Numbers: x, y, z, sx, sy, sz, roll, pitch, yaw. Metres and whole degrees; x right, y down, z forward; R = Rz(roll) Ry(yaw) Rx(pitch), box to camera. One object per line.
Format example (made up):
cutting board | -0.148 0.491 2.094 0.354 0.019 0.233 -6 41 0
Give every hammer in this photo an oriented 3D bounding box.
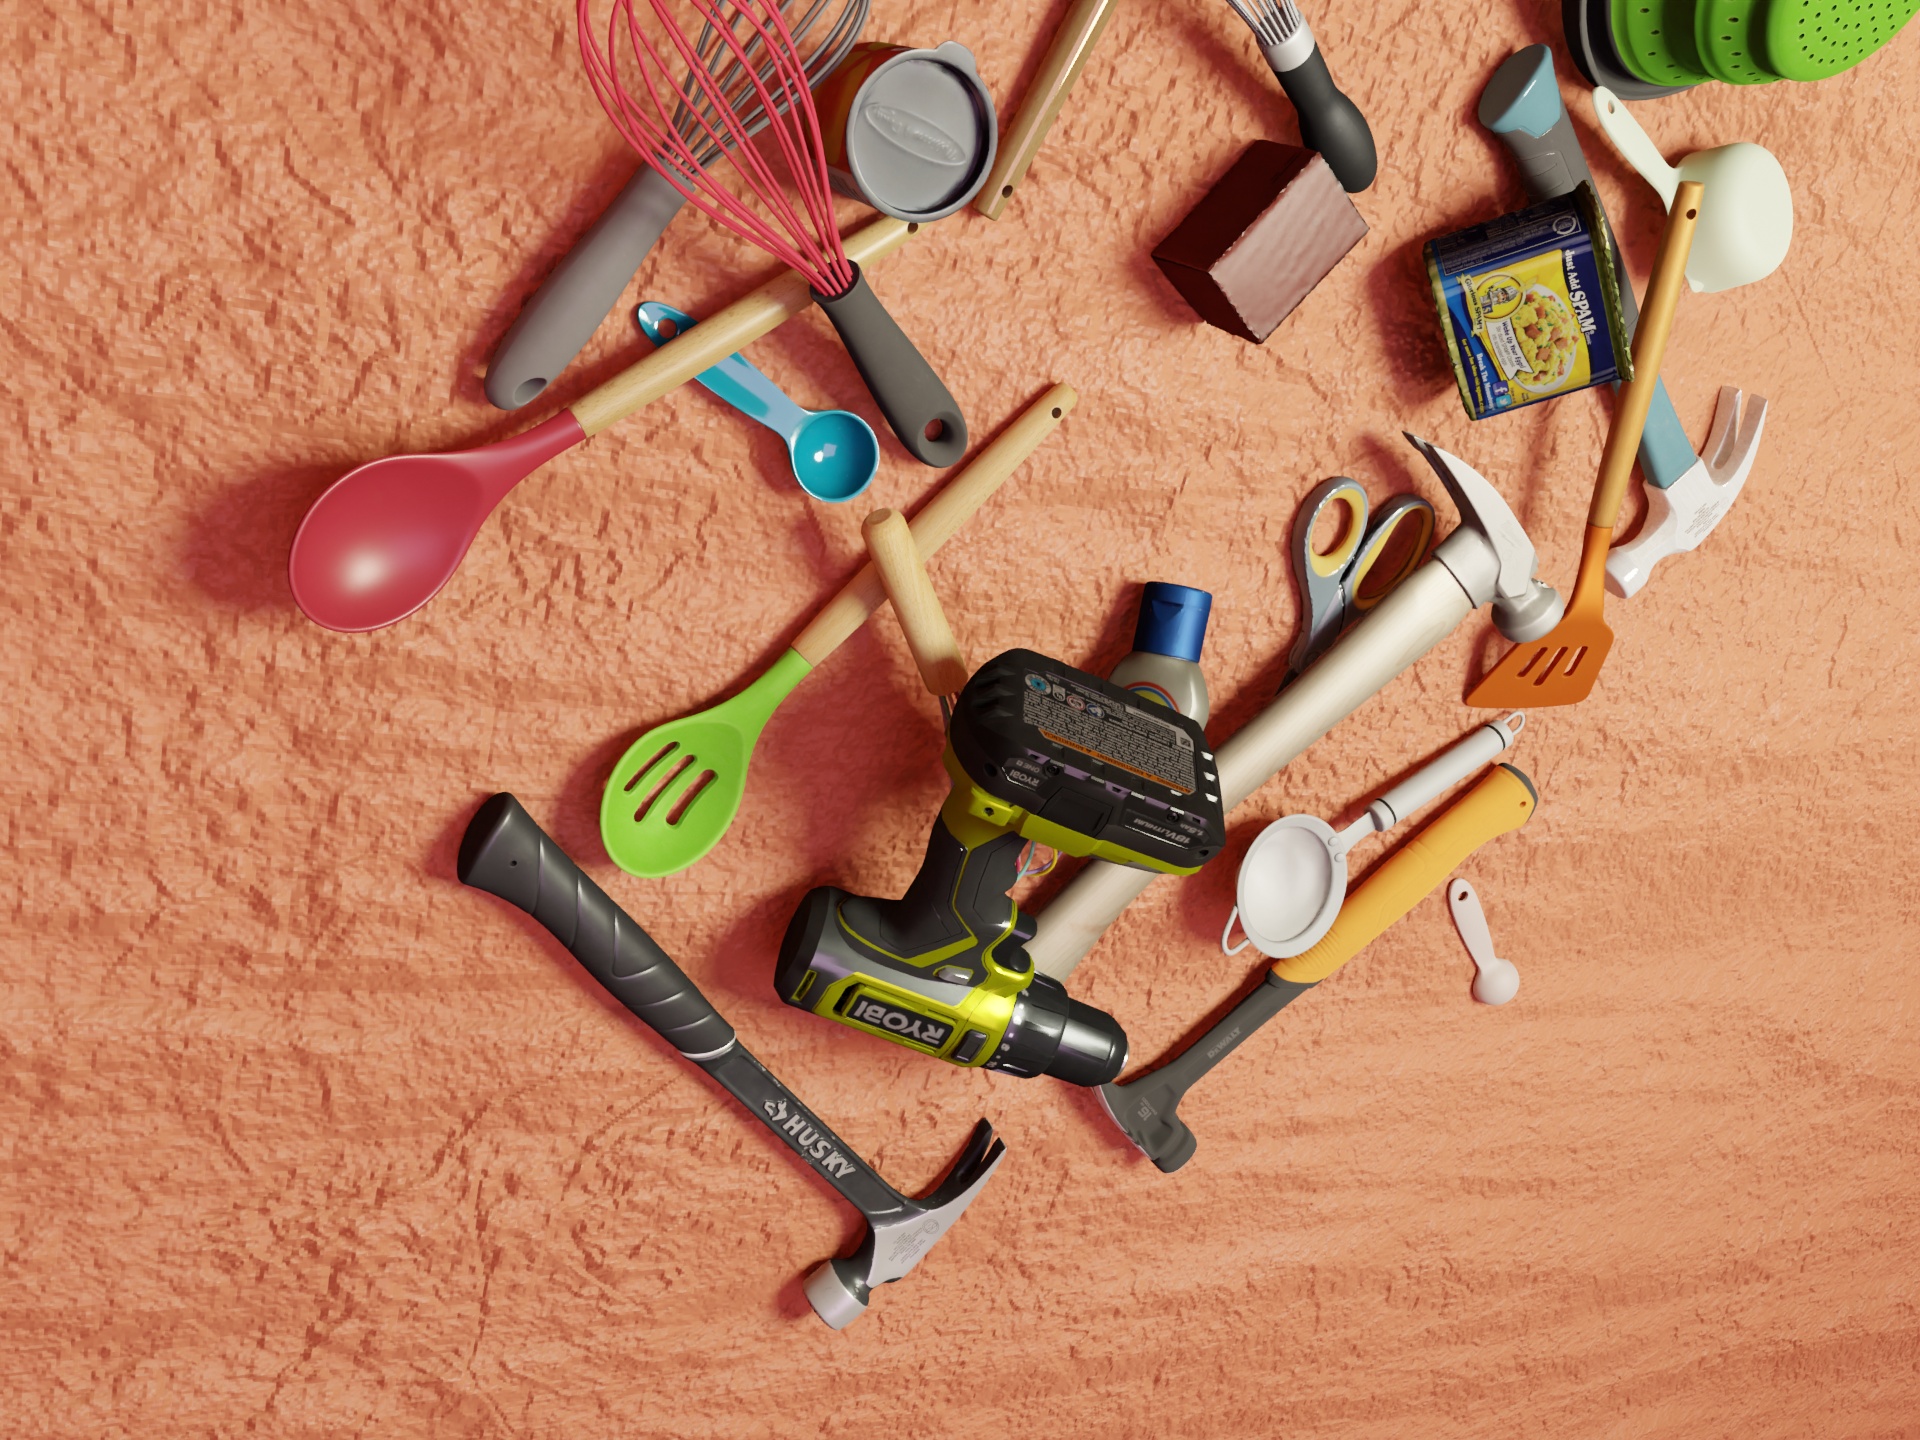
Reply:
hammer | 0.222 0.139 0.990 0.337 0.034 0.127 -40 126 -3
hammer | -0.118 0.178 0.843 0.149 0.036 0.408 -39 125 -5
hammer | 0.144 0.024 0.878 0.410 0.038 0.146 -42 120 4
hammer | 0.359 -0.218 0.878 0.128 0.033 0.330 -42 125 -1

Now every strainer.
strainer | 0.246 0.062 0.960 0.258 0.050 0.086 -31 113 -16

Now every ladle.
ladle | 0.094 -0.355 0.667 0.078 0.062 0.320 14 111 -46
ladle | -0.138 -0.138 0.663 0.315 0.031 0.069 -35 139 -13

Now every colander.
colander | 0.326 -0.363 0.699 0.397 0.095 0.204 -6 137 -32

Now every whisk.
whisk | -0.003 -0.002 0.792 0.051 0.047 0.244 -37 130 -17
whisk | -0.117 -0.220 0.637 0.055 0.055 0.239 34 101 -35
whisk | -0.058 -0.189 0.636 0.073 0.073 0.295 -42 146 -1
whisk | 0.126 -0.309 0.671 0.070 0.070 0.284 -52 143 5

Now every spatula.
spatula | 0.360 -0.137 0.891 0.081 0.041 0.322 -2 120 -9

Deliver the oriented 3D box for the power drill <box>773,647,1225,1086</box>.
power drill | 0.034 0.090 0.786 0.190 0.080 0.228 22 126 -12

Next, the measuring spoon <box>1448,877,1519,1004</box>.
measuring spoon | 0.352 0.151 1.068 0.034 0.018 0.124 -35 124 -6

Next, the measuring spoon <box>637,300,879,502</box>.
measuring spoon | -0.092 -0.144 0.709 0.128 0.021 0.042 35 88 -25

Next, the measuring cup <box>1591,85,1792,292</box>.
measuring cup | 0.384 -0.286 0.829 0.167 0.038 0.083 23 76 -38

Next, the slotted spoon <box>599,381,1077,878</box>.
slotted spoon | -0.057 -0.048 0.765 0.314 0.031 0.070 -45 126 -1
